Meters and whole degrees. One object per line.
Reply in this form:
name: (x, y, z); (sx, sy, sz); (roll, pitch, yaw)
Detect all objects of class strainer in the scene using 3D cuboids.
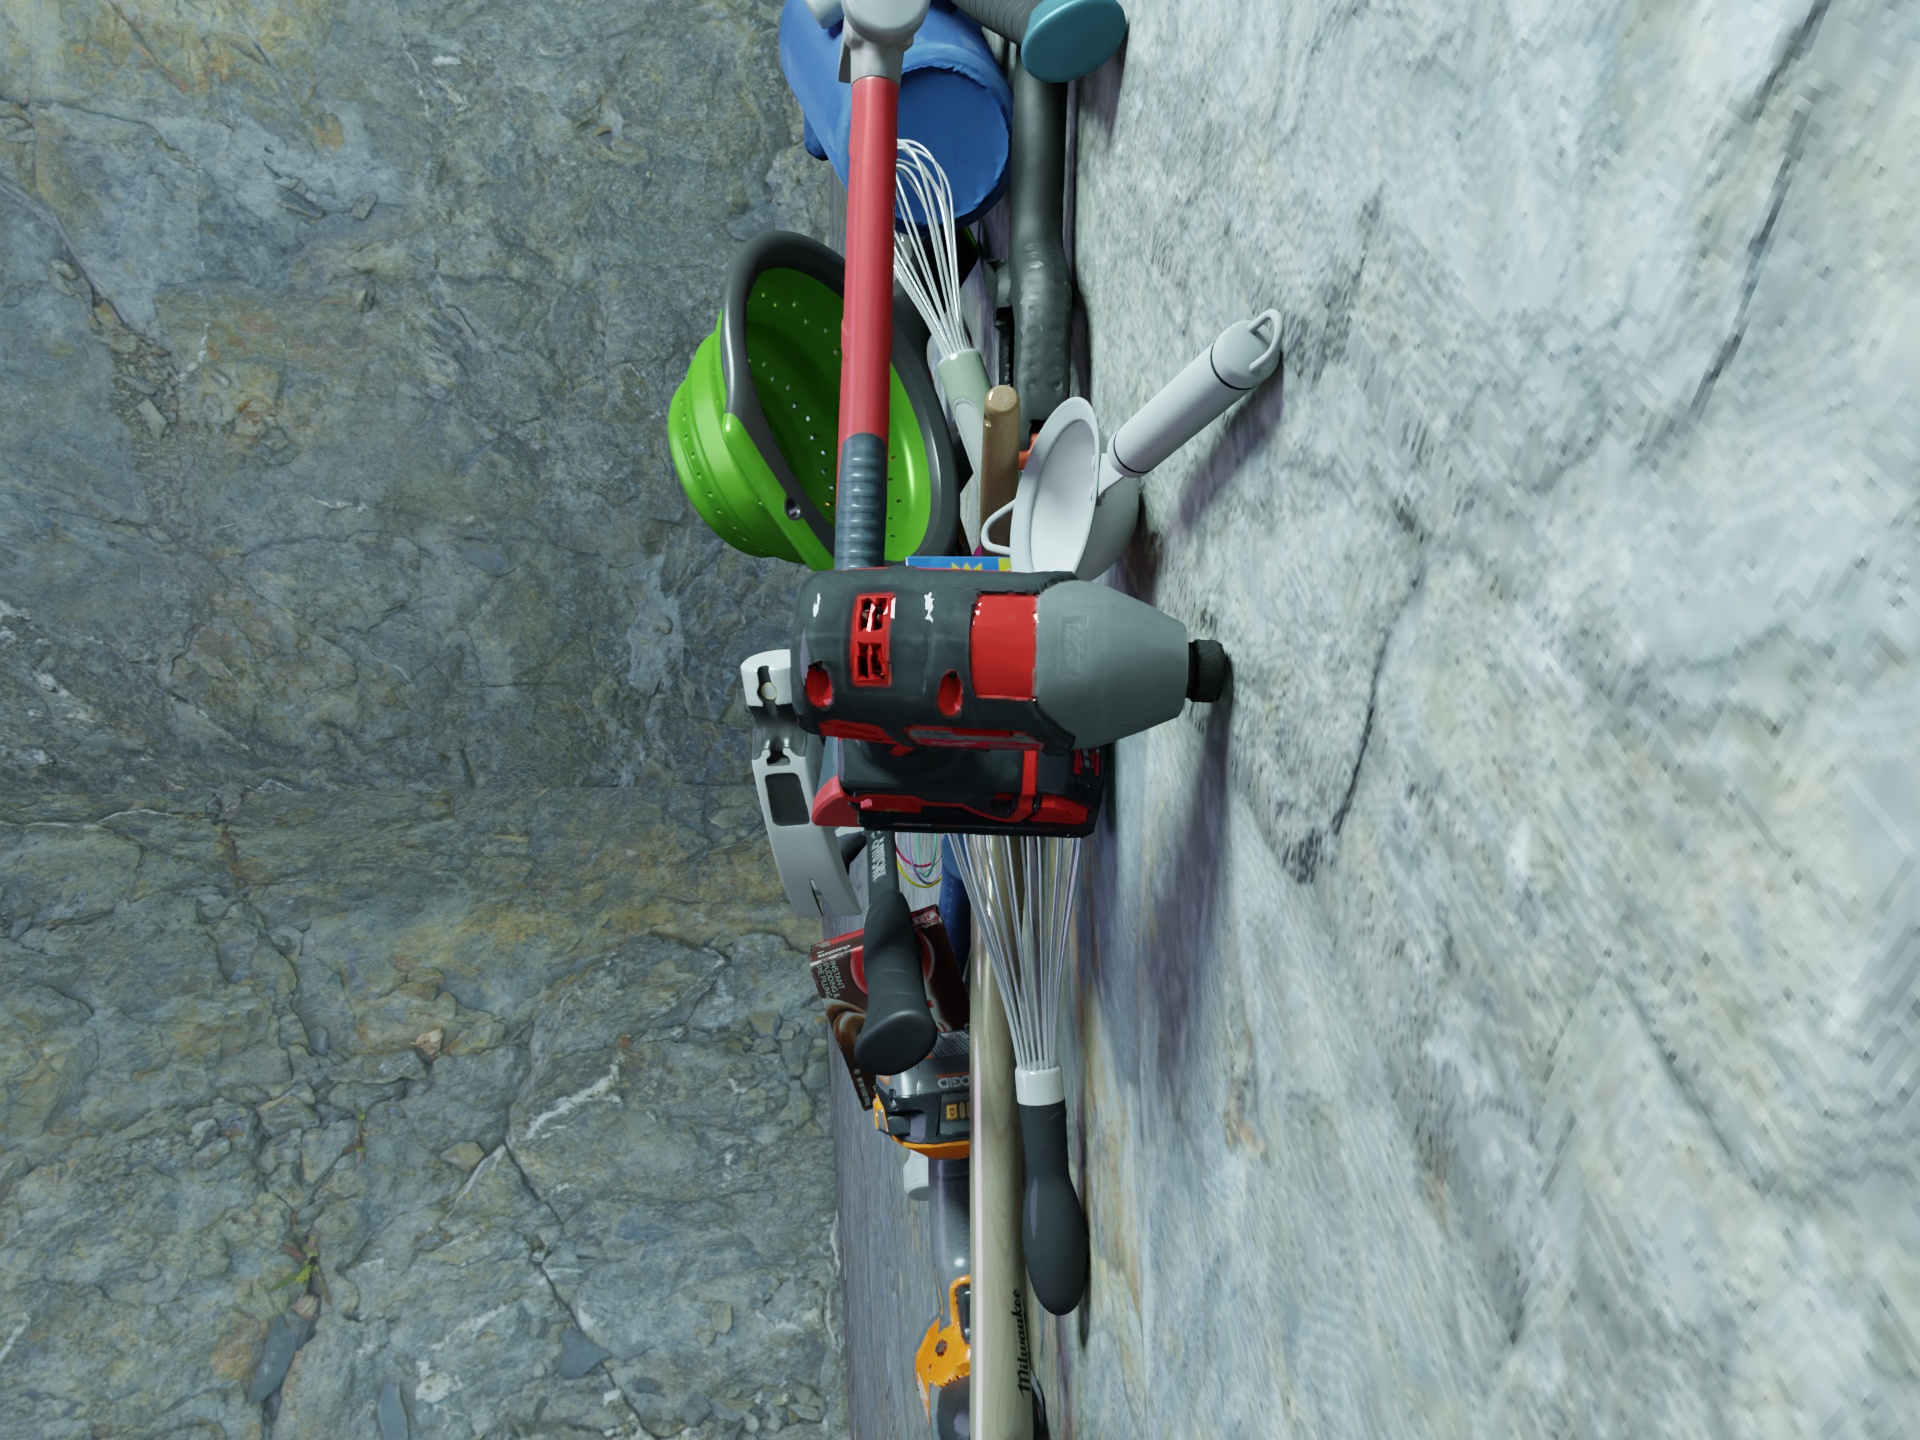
strainer: (0.062, -0.094, 0.575); (0.258, 0.050, 0.087); (151, 125, -75)

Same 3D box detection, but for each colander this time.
colander: (-0.073, -0.204, 0.939); (0.204, 0.094, 0.397); (56, -148, -25)

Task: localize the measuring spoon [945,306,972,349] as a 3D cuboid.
measuring spoon: (-0.001, -0.293, 1.141); (0.124, 0.018, 0.034); (-108, 8, -46)

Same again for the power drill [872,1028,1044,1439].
power drill: (0.004, 0.296, 0.888); (0.164, 0.084, 0.226); (152, 113, -81)

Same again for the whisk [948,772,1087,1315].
whisk: (0.034, 0.139, 0.747); (0.070, 0.070, 0.284); (178, 86, -82)

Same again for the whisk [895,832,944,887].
whisk: (-0.030, 0.012, 1.251); (0.051, 0.047, 0.245); (106, 166, -68)

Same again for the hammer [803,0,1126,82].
hammer: (0.006, -0.365, 0.785); (0.033, 0.128, 0.331); (52, -174, -36)

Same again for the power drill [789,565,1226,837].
power drill: (0.014, -0.006, 0.605); (0.219, 0.143, 0.078); (96, 176, -80)

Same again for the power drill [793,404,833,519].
power drill: (-0.081, -0.148, 1.232); (0.185, 0.084, 0.226); (-78, -16, -47)

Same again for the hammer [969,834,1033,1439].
hammer: (0.015, 0.204, 0.789); (0.146, 0.038, 0.411); (44, -138, -61)

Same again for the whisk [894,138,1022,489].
whisk: (-0.004, -0.201, 0.855); (0.058, 0.059, 0.246); (-25, 81, 48)

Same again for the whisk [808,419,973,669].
whisk: (-0.040, -0.109, 1.081); (0.295, 0.073, 0.073); (123, 150, -44)

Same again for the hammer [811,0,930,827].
hammer: (-0.047, -0.143, 0.758); (0.143, 0.038, 0.386); (-143, 55, -82)

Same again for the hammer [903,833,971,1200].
hammer: (-0.016, 0.208, 1.181); (0.405, 0.035, 0.144); (99, 168, -50)

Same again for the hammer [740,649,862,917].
hammer: (-0.054, -0.012, 0.923); (0.335, 0.035, 0.146); (-62, -34, -68)

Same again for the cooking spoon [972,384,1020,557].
cooking spoon: (0.018, -0.089, 0.789); (0.069, 0.017, 0.318); (62, 173, 13)

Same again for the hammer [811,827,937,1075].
hammer: (-0.040, 0.105, 0.942); (0.036, 0.149, 0.409); (46, -174, -12)

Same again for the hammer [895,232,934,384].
hammer: (-0.028, -0.225, 1.197); (0.149, 0.036, 0.359); (62, -157, -78)
